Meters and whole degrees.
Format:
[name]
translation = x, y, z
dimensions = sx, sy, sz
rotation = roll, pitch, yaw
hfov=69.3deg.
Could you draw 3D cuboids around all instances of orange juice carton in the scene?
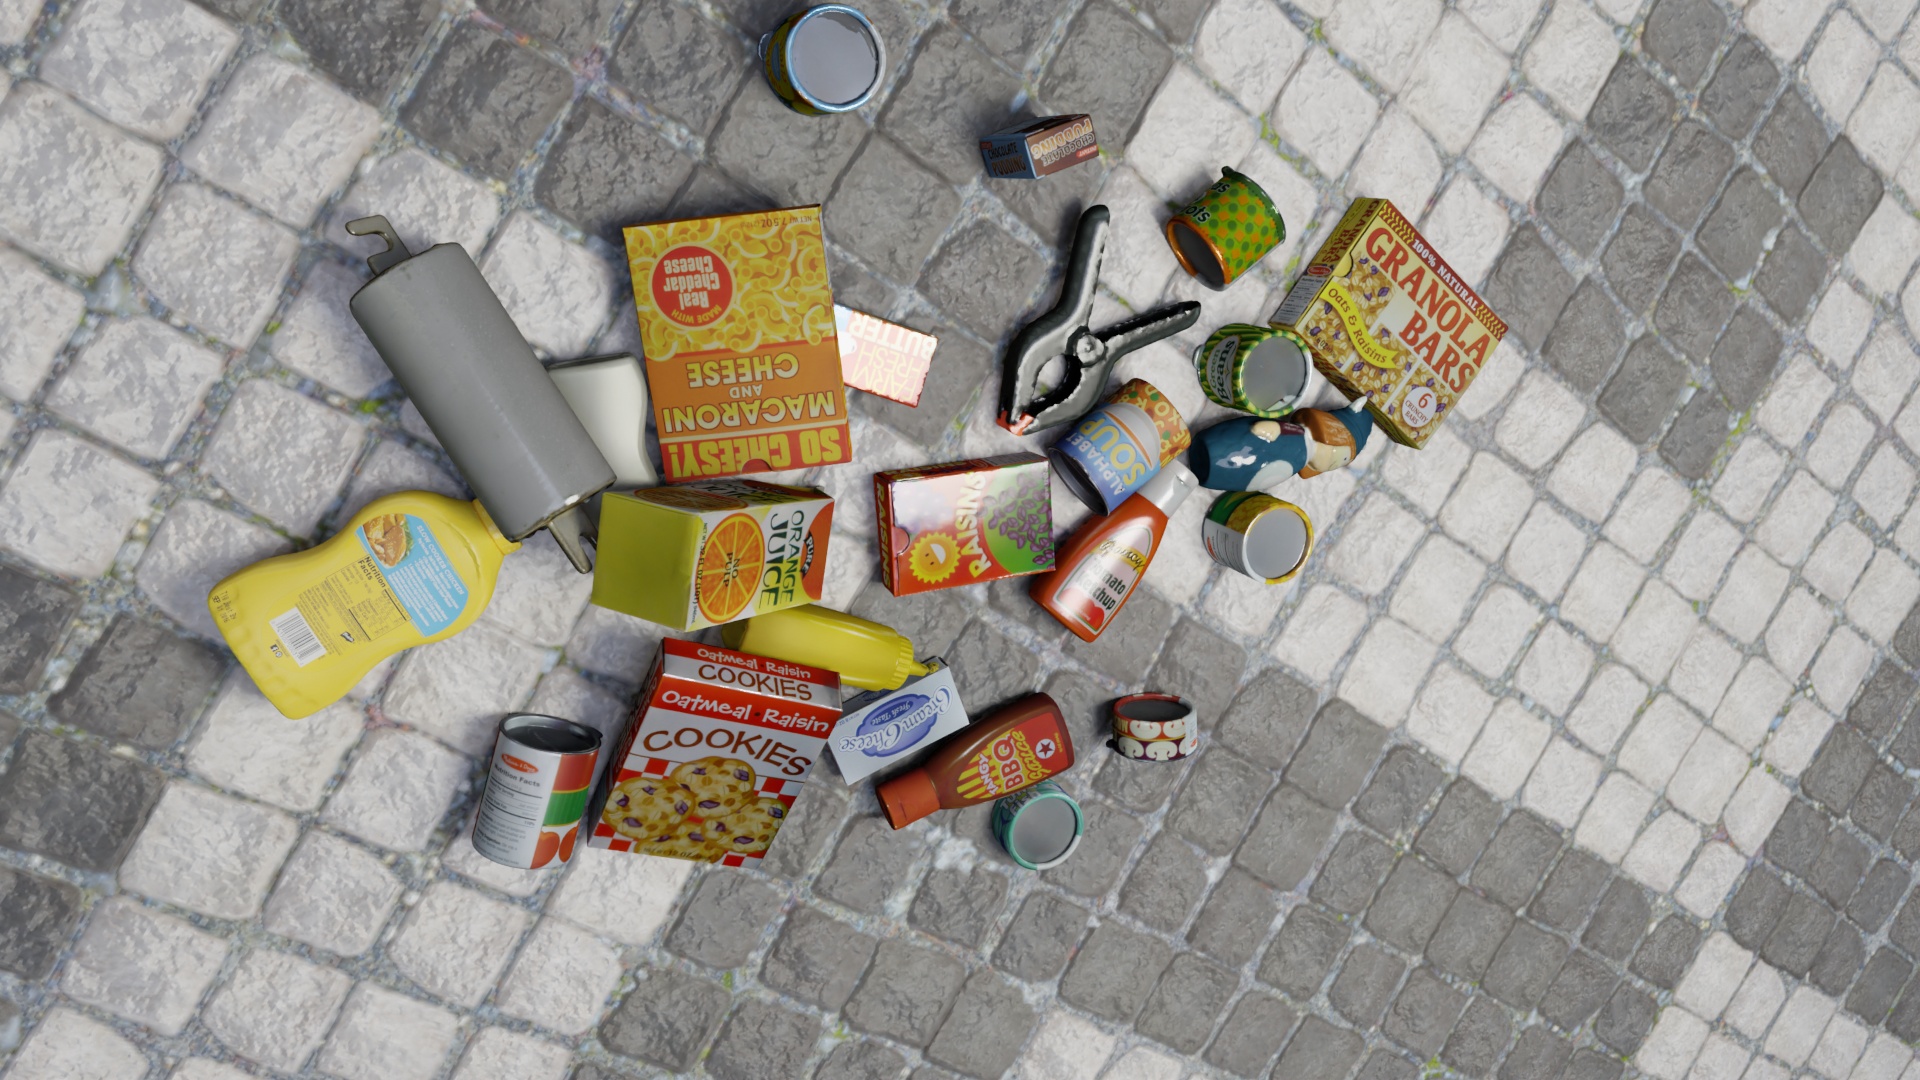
[orange juice carton]
translation = -0.143, 0.004, 0.895
dimensions = 0.193, 0.073, 0.071
rotation = -11, 112, -63

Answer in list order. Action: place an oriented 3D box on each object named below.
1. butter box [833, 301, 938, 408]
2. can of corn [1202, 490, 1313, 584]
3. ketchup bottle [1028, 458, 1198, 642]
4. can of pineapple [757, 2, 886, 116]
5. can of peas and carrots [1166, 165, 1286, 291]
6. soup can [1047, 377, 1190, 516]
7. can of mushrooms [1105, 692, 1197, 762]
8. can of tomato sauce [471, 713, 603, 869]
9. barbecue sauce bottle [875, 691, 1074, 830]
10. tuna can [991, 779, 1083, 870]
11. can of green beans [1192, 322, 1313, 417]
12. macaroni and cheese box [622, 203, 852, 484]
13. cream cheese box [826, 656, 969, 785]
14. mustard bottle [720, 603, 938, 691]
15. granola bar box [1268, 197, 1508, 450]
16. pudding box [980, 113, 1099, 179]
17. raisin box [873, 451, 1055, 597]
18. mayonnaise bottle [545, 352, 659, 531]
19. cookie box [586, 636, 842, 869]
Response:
[butter box]
translation = -0.070, -0.130, 0.949
dimensions = 0.103, 0.024, 0.053
rotation = 16, 98, -24
[can of corn]
translation = 0.233, -0.005, 1.079
dimensions = 0.071, 0.058, 0.071
rotation = -5, 105, -20
[ketchup bottle]
translation = 0.119, 0.002, 1.045
dimensions = 0.064, 0.043, 0.149
rotation = 41, 86, -24
[can of pineapple]
translation = -0.088, -0.304, 0.881
dimensions = 0.071, 0.058, 0.070
rotation = -5, 105, -20
[can of peas and carrots]
translation = 0.190, -0.225, 1.005
dimensions = 0.059, 0.071, 0.070
rotation = -40, 114, -7
[soup can]
translation = 0.116, -0.069, 1.011
dimensions = 0.084, 0.071, 0.071
rotation = -40, 114, -8
[can of mushrooms]
translation = 0.148, 0.145, 1.080
dimensions = 0.071, 0.071, 0.033
rotation = -8, 106, -19
[can of tomato sauce]
translation = -0.279, 0.165, 0.918
dimensions = 0.071, 0.071, 0.083
rotation = 13, 99, -23
[barbecue sauce bottle]
translation = 0.010, 0.170, 1.043
dimensions = 0.149, 0.044, 0.064
rotation = -23, 111, -14
[tuna can]
translation = 0.059, 0.218, 1.080
dimensions = 0.071, 0.033, 0.071
rotation = -6, 105, -20
[can of green beans]
translation = 0.222, -0.128, 1.045
dimensions = 0.071, 0.058, 0.071
rotation = -5, 105, -20
[macaroni and cheese box]
translation = -0.141, -0.126, 0.896
dimensions = 0.124, 0.040, 0.166
rotation = -7, 106, -1
[cream cheese box]
translation = -0.049, 0.132, 1.022
dimensions = 0.104, 0.024, 0.053
rotation = -26, 112, -13
[mustard bottle]
translation = -0.085, 0.076, 0.972
dimensions = 0.160, 0.065, 0.048
rotation = 18, 93, -26
[granola bar box]
translation = 0.339, -0.168, 1.091
dimensions = 0.165, 0.039, 0.124
rotation = 36, 88, -25
[pudding box]
translation = 0.052, -0.264, 0.931
dimensions = 0.050, 0.084, 0.030
rotation = -24, 111, -15
[raisin box]
translation = 0.004, -0.013, 0.999
dimensions = 0.124, 0.040, 0.085
rotation = -9, 107, -19
[mayonnaise bottle]
translation = -0.227, -0.044, 0.901
dimensions = 0.065, 0.041, 0.147
rotation = -11, 108, -12
[cookie box]
translation = -0.167, 0.146, 0.936
dimensions = 0.123, 0.040, 0.166
rotation = 14, 123, -23
